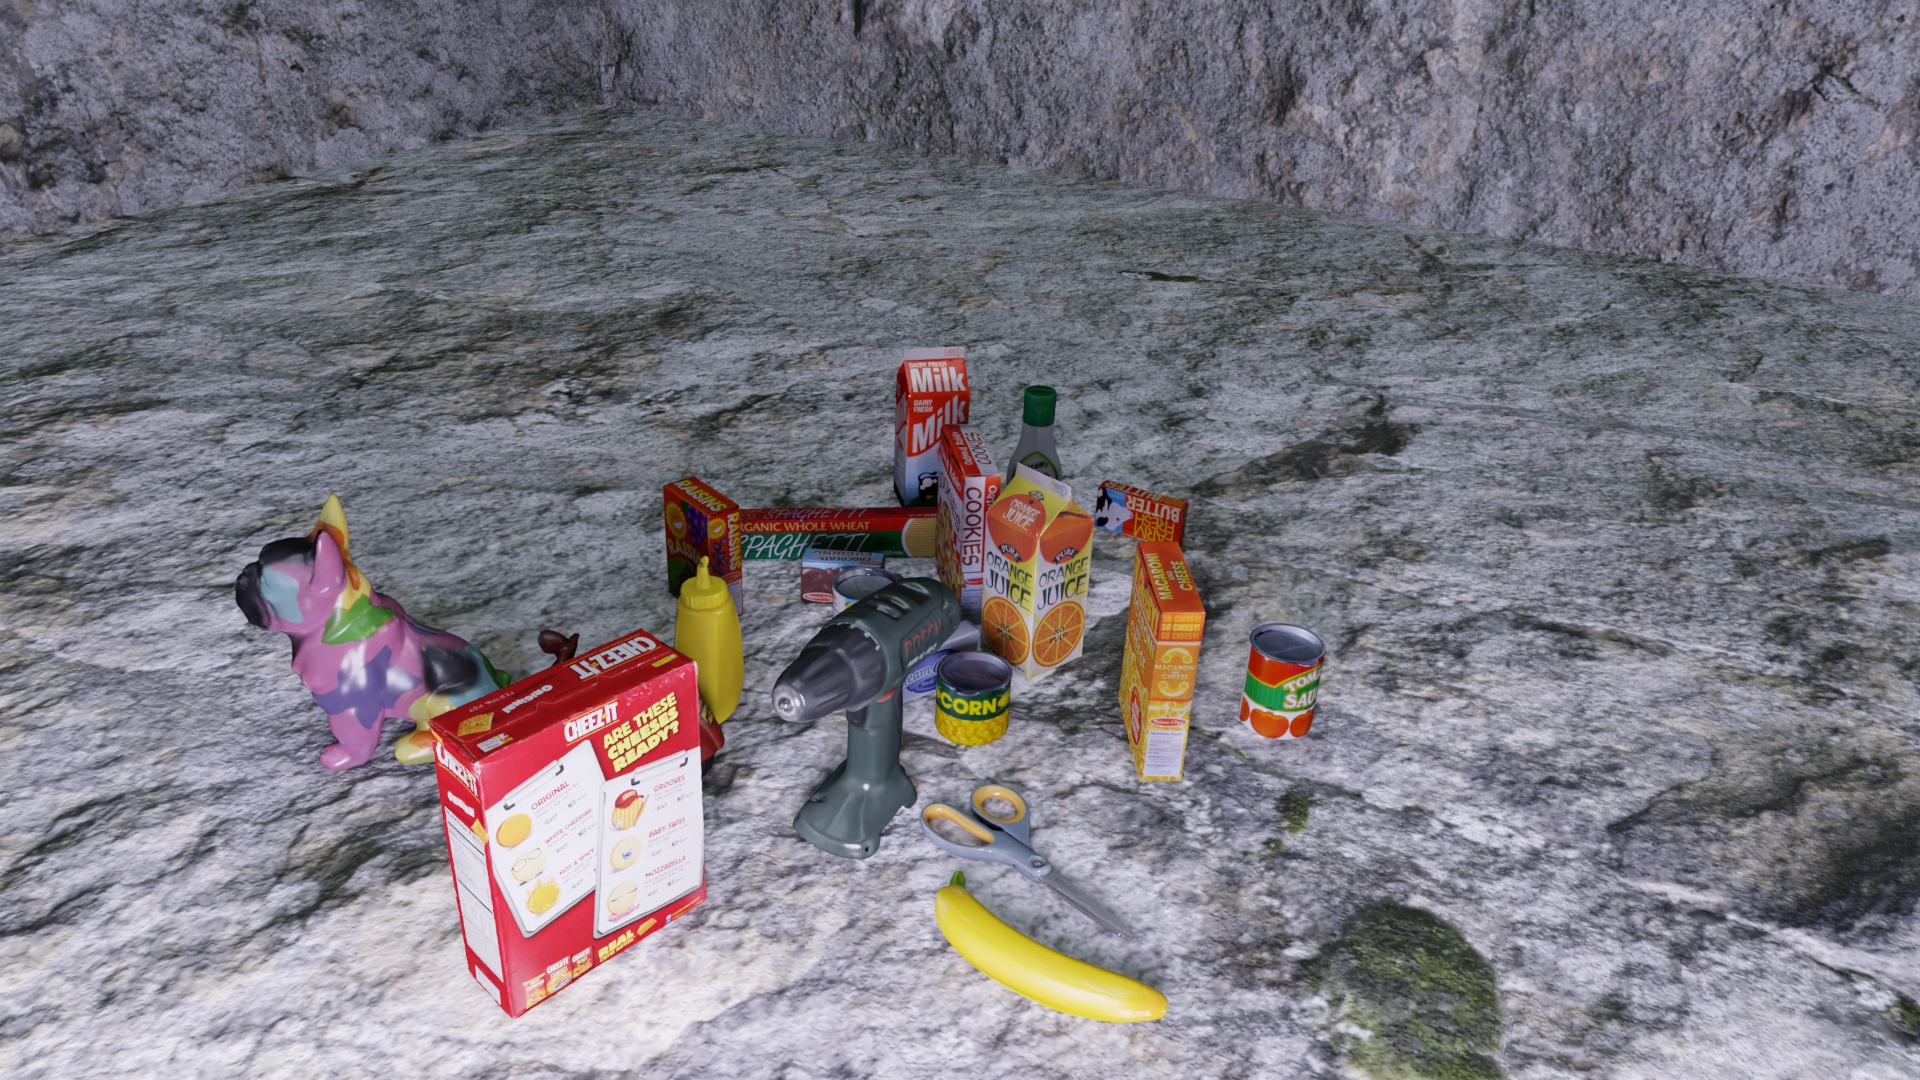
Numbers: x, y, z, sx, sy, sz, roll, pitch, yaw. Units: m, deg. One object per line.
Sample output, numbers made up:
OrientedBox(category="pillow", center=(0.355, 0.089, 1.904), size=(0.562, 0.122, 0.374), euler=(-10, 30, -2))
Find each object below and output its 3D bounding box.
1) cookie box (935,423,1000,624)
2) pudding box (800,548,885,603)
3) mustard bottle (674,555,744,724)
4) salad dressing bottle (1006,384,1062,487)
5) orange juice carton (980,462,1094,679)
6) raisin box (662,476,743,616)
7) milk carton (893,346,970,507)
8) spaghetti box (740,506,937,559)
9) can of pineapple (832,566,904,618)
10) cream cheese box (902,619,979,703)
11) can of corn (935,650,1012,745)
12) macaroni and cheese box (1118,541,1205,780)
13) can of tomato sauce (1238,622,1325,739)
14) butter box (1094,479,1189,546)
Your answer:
OrientedBox(category="cookie box", center=(0.005, -0.018, 1.398), size=(0.040, 0.166, 0.123), euler=(-3, 28, -11))
OrientedBox(category="pudding box", center=(-0.119, 0.037, 1.409), size=(0.084, 0.049, 0.030), euler=(3, 27, 1))
OrientedBox(category="mustard bottle", center=(-0.219, 0.081, 1.199), size=(0.049, 0.159, 0.065), euler=(10, 28, 14))
OrientedBox(category="salad dressing bottle", center=(0.087, -0.103, 1.590), size=(0.064, 0.147, 0.044), euler=(3, 27, 0))
OrientedBox(category="orange juice carton", center=(0.071, 0.024, 1.297), size=(0.073, 0.191, 0.072), euler=(-19, 35, -36))
OrientedBox(category="raisin box", center=(-0.253, 0.009, 1.372), size=(0.040, 0.122, 0.086), euler=(-20, 35, -36))
OrientedBox(category="milk carton", center=(-0.033, -0.130, 1.585), size=(0.072, 0.189, 0.074), euler=(-4, 28, -13))
OrientedBox(category="spaghetti box", center=(-0.133, -0.008, 1.494), size=(0.250, 0.050, 0.029), euler=(-1, 28, -7))
OrientedBox(category="can of pineapple", center=(-0.090, 0.066, 1.349), size=(0.071, 0.057, 0.071), euler=(2, 28, -1))
OrientedBox(category="cream cheese box", center=(-0.031, 0.113, 1.269), size=(0.104, 0.053, 0.024), euler=(-16, 33, -32))
OrientedBox(category="can of corn", center=(0.011, 0.140, 1.217), size=(0.071, 0.058, 0.071), euler=(2, 28, -1))
OrientedBox(category="macaroni and cheese box", center=(0.169, 0.102, 1.187), size=(0.040, 0.165, 0.124), euler=(1, 28, -3))
OrientedBox(category="can of tomato sauce", center=(0.287, 0.127, 1.238), size=(0.071, 0.082, 0.071), euler=(2, 28, -1))
OrientedBox(category="butter box", center=(0.203, -0.029, 1.560), size=(0.103, 0.053, 0.024), euler=(17, 31, 25))
